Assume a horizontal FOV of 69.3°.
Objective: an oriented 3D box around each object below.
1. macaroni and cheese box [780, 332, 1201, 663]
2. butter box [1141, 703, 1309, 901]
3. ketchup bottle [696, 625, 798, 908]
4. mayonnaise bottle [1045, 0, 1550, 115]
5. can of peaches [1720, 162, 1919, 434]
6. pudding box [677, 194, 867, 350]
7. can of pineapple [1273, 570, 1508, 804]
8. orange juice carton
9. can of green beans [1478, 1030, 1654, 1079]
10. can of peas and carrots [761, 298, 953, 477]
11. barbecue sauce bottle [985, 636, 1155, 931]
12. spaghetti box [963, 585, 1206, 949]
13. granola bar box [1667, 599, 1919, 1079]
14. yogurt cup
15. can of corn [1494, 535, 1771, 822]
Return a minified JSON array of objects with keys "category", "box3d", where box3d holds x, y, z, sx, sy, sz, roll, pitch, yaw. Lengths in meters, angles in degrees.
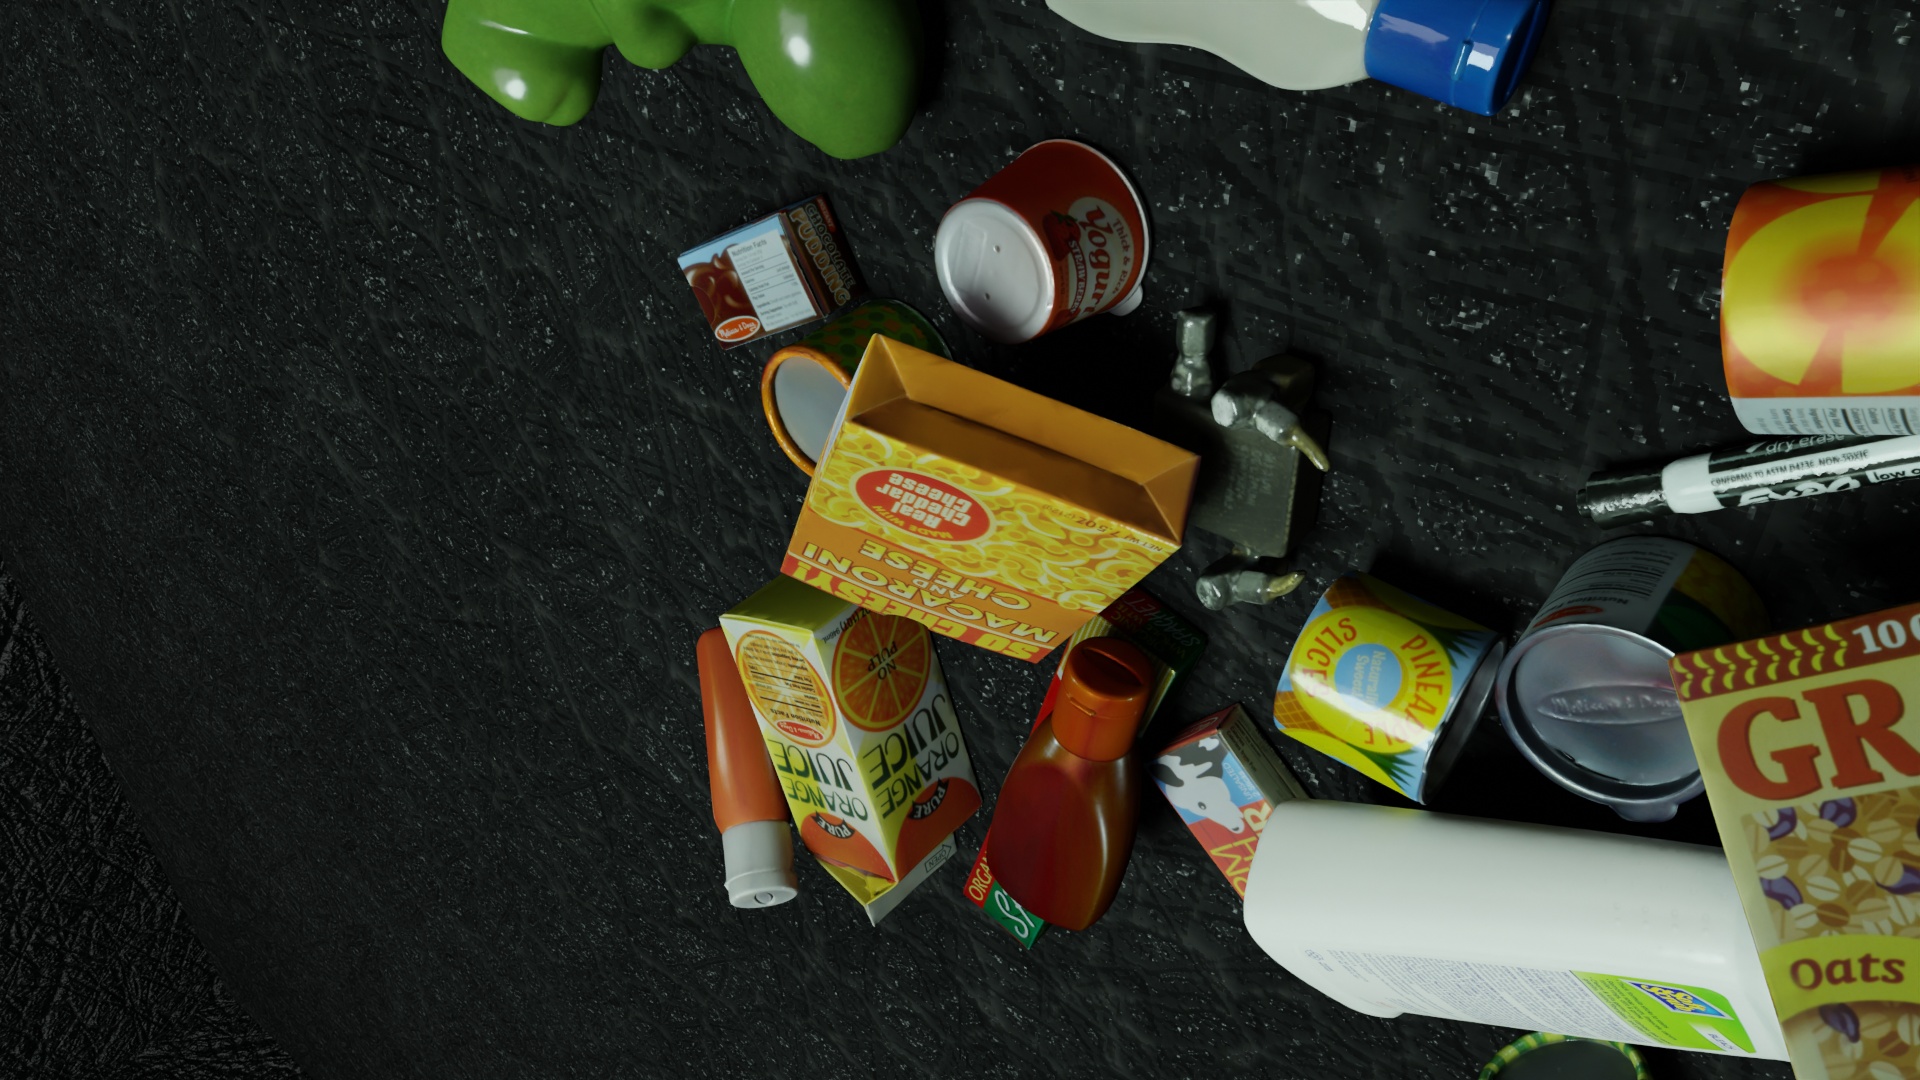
[{"category":"macaroni and cheese box","box3d":[0.002,-0.007,0.543,0.124,0.040,0.165,20,156,-7]},{"category":"butter box","box3d":[0.129,0.124,0.602,0.103,0.024,0.053,53,140,-1]},{"category":"ketchup bottle","box3d":[-0.116,0.123,0.762,0.064,0.043,0.149,88,172,-63]},{"category":"mayonnaise bottle","box3d":[0.095,-0.166,0.410,0.148,0.041,0.064,30,137,24]},{"category":"can of peaches","box3d":[0.226,-0.061,0.340,0.058,0.071,0.071,3,120,44]},{"category":"pudding box","box3d":[-0.087,-0.120,0.628,0.083,0.030,0.049,-7,114,47]},{"category":"can of pineapple","box3d":[0.151,0.051,0.491,0.058,0.071,0.070,26,134,29]},{"category":"orange juice carton","box3d":[-0.049,0.107,0.727,0.073,0.072,0.192,6,122,42]},{"category":"can of green beans","box3d":[0.242,0.232,0.539,0.071,0.071,0.057,-14,107,48]},{"category":"can of peas and carrots","box3d":[-0.046,-0.066,0.606,0.071,0.059,0.070,24,133,30]},{"category":"barbecue sauce bottle","box3d":[0.051,0.105,0.603,0.065,0.044,0.147,32,135,23]},{"category":"spaghetti box","box3d":[0.052,0.117,0.669,0.050,0.029,0.248,37,138,19]},{"category":"granola bar box","box3d":[0.270,0.068,0.320,0.165,0.039,0.124,-17,72,23]},{"category":"yogurt cup","box3d":[0.027,-0.107,0.508,0.072,0.054,0.072,25,133,31]},{"category":"can of corn","box3d":[0.212,0.042,0.434,0.071,0.058,0.070,25,133,30]}]
